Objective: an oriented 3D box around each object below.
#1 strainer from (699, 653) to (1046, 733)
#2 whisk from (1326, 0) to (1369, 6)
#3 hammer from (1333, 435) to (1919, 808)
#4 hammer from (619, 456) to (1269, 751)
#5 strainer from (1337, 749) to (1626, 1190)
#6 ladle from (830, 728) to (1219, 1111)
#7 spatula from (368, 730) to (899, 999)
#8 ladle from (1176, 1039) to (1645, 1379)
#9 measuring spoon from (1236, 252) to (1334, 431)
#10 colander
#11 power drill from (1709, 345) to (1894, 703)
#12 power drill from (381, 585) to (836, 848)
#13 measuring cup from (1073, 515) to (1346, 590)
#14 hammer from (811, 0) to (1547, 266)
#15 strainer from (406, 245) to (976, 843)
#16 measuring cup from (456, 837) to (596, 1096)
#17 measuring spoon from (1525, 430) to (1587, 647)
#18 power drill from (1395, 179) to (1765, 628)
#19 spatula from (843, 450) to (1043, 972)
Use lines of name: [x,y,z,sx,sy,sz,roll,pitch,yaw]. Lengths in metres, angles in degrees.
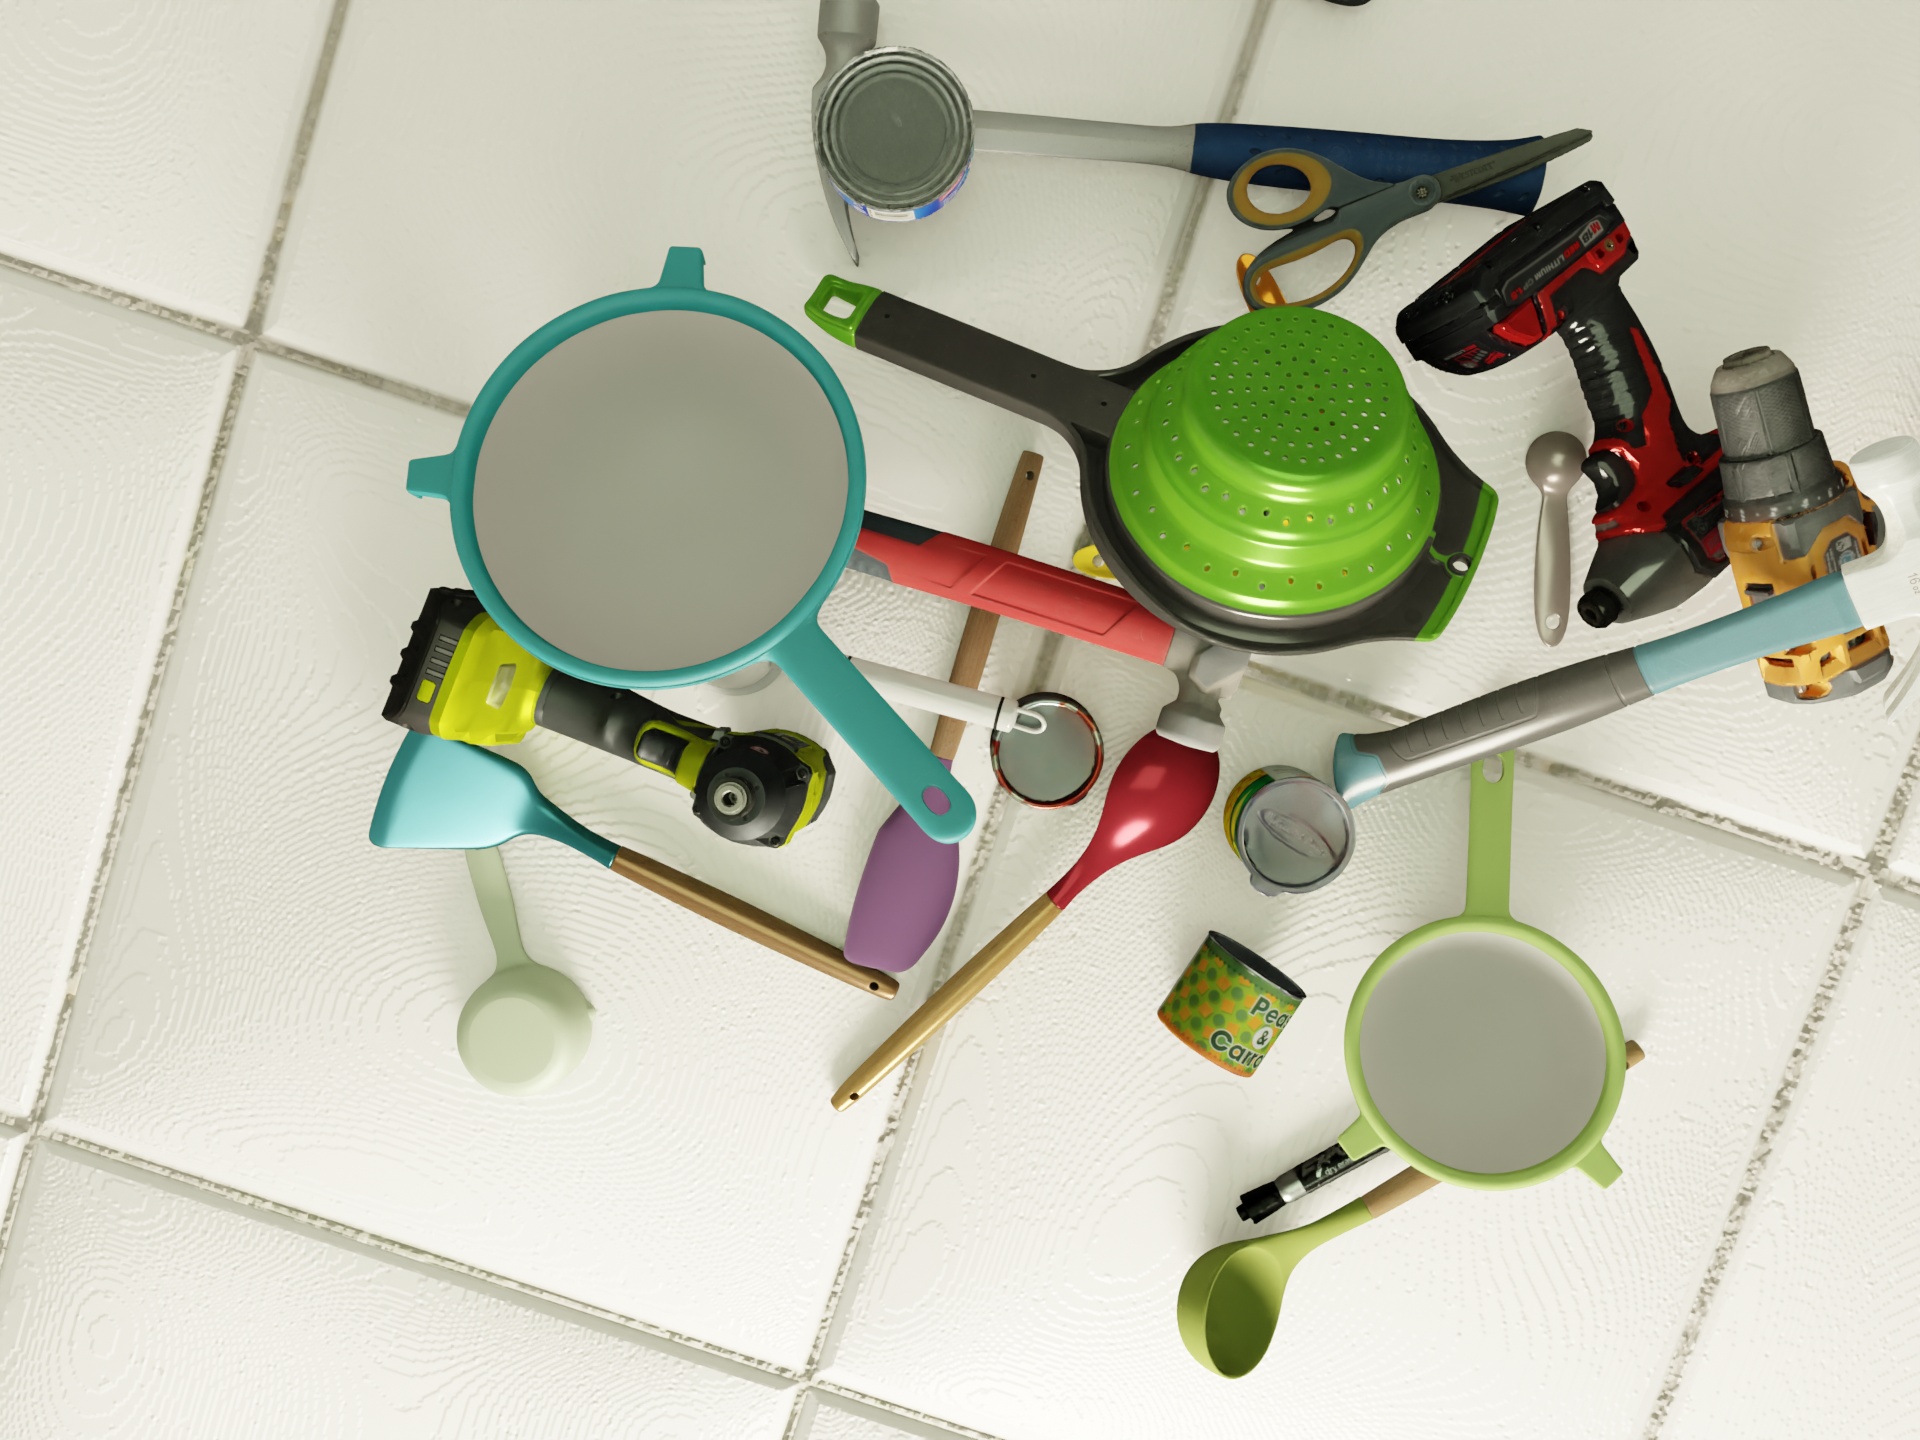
strainer: [-0.076,-0.031,0.901,0.258,0.050,0.086,15,123,5]
whisk: [0.101,-0.462,0.865,0.284,0.070,0.070,25,96,-5]
hammer: [0.345,-0.023,0.835,0.331,0.033,0.128,-23,101,33]
hammer: [-0.020,-0.107,0.895,0.386,0.038,0.143,18,93,5]
strainer: [0.300,0.137,0.921,0.151,0.069,0.256,4,79,10]
ladle: [0.036,0.122,0.935,0.315,0.031,0.069,-45,117,8]
spatula: [-0.181,0.097,0.929,0.317,0.044,0.082,26,106,-4]
ladle: [0.267,0.281,0.933,0.320,0.062,0.078,-31,117,1]
measuring spoon: [0.186,-0.213,0.910,0.021,0.011,0.117,-26,91,5]
colander: [0.093,-0.177,0.836,0.397,0.094,0.204,24,67,11]
power drill: [0.496,-0.135,0.836,0.226,0.084,0.185,-26,104,-13]
power drill: [-0.184,0.005,0.861,0.223,0.171,0.080,22,92,3]
measuring cup: [0.144,-0.091,0.919,0.156,0.029,0.062,3,96,13]
hammer: [0.118,-0.314,0.887,0.405,0.035,0.144,5,95,1]
strainer: [-0.108,-0.064,0.824,0.211,0.095,0.340,-41,81,-5]
measuring cup: [-0.271,0.142,0.940,0.083,0.038,0.167,-14,95,3]
measuring spoon: [0.342,-0.104,0.909,0.034,0.018,0.124,0,93,1]
power drill: [0.344,-0.162,0.861,0.143,0.078,0.219,-39,98,-14]
spatula: [-0.001,-0.003,0.929,0.059,0.018,0.316,14,95,-19]
